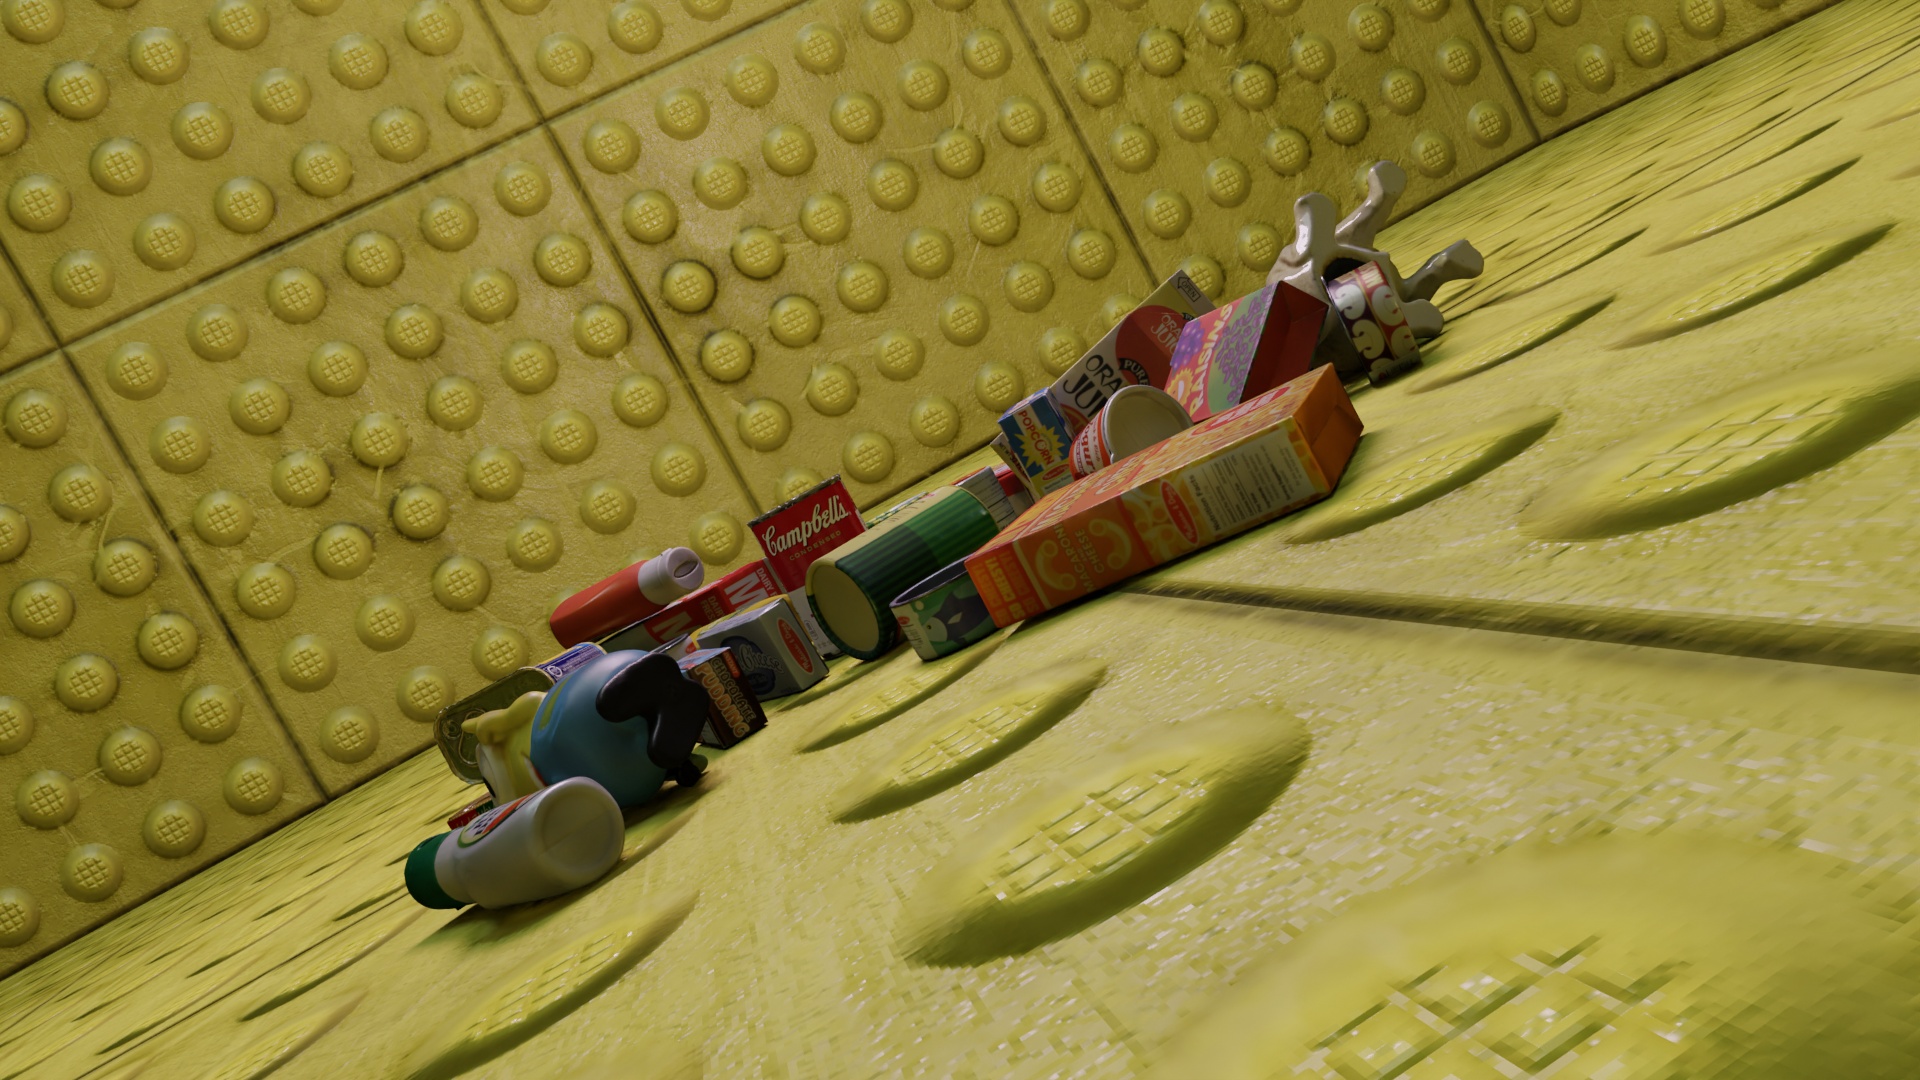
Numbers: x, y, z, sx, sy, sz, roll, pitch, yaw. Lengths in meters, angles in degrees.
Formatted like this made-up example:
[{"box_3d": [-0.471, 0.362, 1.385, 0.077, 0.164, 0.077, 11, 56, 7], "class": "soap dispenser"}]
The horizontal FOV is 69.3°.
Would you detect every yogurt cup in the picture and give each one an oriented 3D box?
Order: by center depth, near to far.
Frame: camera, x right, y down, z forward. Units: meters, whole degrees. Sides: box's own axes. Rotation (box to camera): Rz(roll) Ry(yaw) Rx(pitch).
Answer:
[{"box_3d": [0.101, -0.052, 0.831, 0.073, 0.072, 0.053, -31, -3, -33], "class": "yogurt cup"}]

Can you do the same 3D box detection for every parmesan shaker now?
[{"box_3d": [-0.033, 0.020, 0.815, 0.103, 0.071, 0.071, -33, 6, -37], "class": "parmesan shaker"}]

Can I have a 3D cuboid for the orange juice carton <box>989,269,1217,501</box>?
[{"box_3d": [0.120, -0.115, 1.055, 0.192, 0.072, 0.073, -42, -1, 23], "class": "orange juice carton"}]

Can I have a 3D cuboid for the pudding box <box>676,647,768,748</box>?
[{"box_3d": [-0.141, 0.088, 0.789, 0.030, 0.049, 0.083, -29, 4, -22], "class": "pudding box"}]

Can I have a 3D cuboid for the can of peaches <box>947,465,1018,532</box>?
[{"box_3d": [0.003, -0.012, 0.977, 0.071, 0.058, 0.071, -28, 5, 3], "class": "can of peaches"}]

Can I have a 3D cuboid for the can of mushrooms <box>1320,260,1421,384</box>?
[{"box_3d": [0.240, -0.130, 0.812, 0.033, 0.071, 0.071, -25, 5, 19], "class": "can of mushrooms"}]

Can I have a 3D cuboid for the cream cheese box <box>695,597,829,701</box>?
[{"box_3d": [-0.123, 0.070, 0.855, 0.024, 0.053, 0.103, -33, 7, -33], "class": "cream cheese box"}]

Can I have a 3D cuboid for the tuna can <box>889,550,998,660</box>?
[{"box_3d": [0.003, 0.029, 0.698, 0.071, 0.033, 0.071, -28, 5, 3], "class": "tuna can"}]

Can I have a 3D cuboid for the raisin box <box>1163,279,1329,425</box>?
[{"box_3d": [0.169, -0.103, 0.864, 0.123, 0.040, 0.086, 167, 123, -73], "class": "raisin box"}]

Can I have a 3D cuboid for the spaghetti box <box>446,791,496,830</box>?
[{"box_3d": [-0.262, 0.147, 0.974, 0.050, 0.028, 0.251, -27, 5, 19], "class": "spaghetti box"}]

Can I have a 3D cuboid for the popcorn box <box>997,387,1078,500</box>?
[{"box_3d": [0.065, -0.061, 0.976, 0.038, 0.085, 0.127, -29, 5, 9], "class": "popcorn box"}]

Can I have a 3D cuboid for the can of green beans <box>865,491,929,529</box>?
[{"box_3d": [-0.040, 0.002, 1.062, 0.071, 0.058, 0.071, -28, 5, 3], "class": "can of green beans"}]

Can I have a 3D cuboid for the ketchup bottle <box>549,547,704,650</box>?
[{"box_3d": [-0.262, 0.044, 1.103, 0.148, 0.043, 0.065, -24, 9, 39], "class": "ketchup bottle"}]

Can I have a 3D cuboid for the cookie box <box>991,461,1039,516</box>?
[{"box_3d": [0.036, -0.044, 1.227, 0.122, 0.040, 0.168, -26, 6, 27], "class": "cookie box"}]

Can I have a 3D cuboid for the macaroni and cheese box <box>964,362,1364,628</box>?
[{"box_3d": [0.098, -0.021, 0.654, 0.166, 0.040, 0.124, -25, 6, 27], "class": "macaroni and cheese box"}]

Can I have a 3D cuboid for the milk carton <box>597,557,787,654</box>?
[{"box_3d": [-0.208, 0.079, 1.128, 0.190, 0.072, 0.074, -27, 6, 20], "class": "milk carton"}]

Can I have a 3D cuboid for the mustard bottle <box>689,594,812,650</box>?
[{"box_3d": [-0.170, 0.081, 1.027, 0.065, 0.049, 0.159, -30, 5, -40], "class": "mustard bottle"}]

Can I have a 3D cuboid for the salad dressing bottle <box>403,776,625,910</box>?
[{"box_3d": [-0.207, 0.142, 0.630, 0.147, 0.044, 0.064, -24, 5, 44], "class": "salad dressing bottle"}]

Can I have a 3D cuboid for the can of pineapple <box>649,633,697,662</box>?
[{"box_3d": [-0.189, 0.100, 0.880, 0.071, 0.058, 0.071, -28, 4, 2], "class": "can of pineapple"}]
